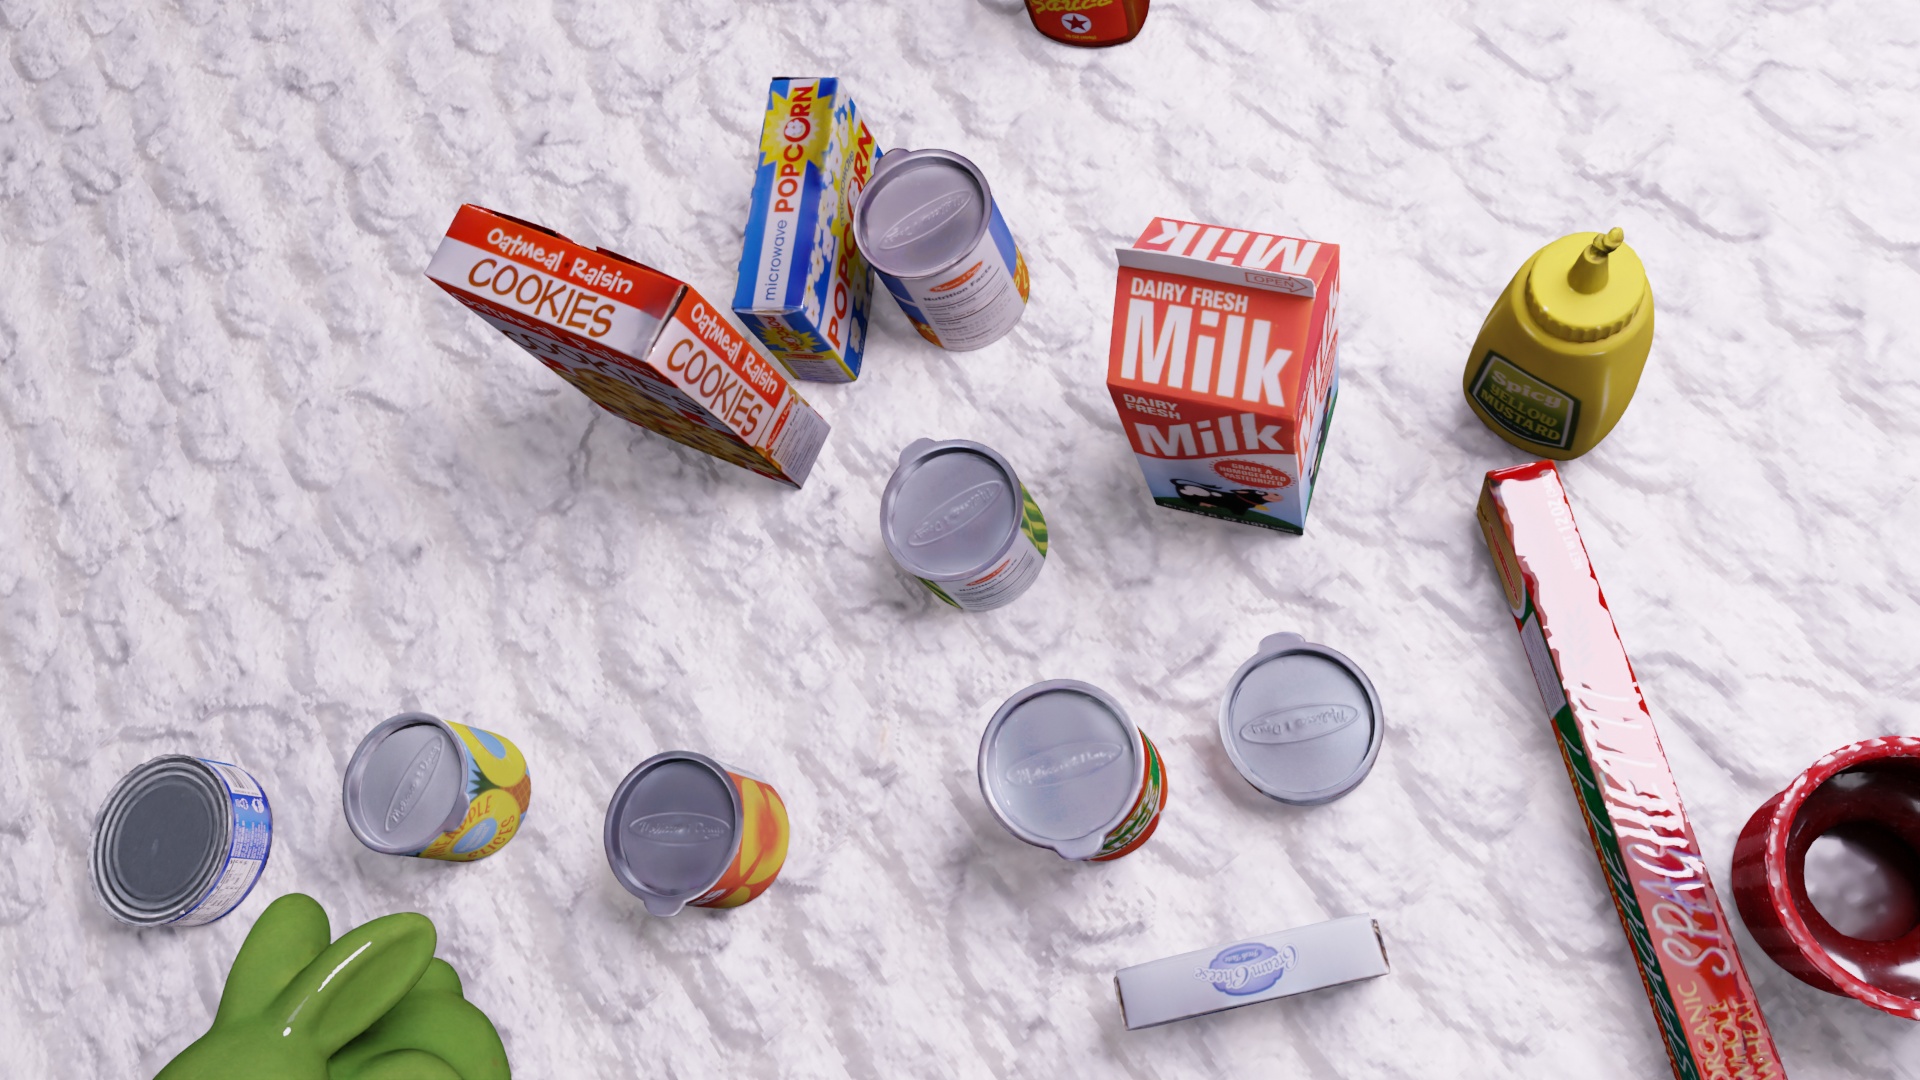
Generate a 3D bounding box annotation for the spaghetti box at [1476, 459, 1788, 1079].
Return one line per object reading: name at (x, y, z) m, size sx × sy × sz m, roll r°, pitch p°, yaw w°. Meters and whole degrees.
spaghetti box at (0.255, 0.090, 0.541) m, size 0.028 × 0.050 × 0.251 m, roll -16°, pitch 70°, yaw 11°

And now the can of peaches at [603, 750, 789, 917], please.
can of peaches at (-0.118, 0.134, 0.627) m, size 0.071 × 0.058 × 0.071 m, roll -4°, pitch 72°, yaw 14°

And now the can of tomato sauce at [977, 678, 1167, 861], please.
can of tomato sauce at (0.050, 0.099, 0.577) m, size 0.071 × 0.083 × 0.071 m, roll -5°, pitch 72°, yaw 14°

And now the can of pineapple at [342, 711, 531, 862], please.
can of pineapple at (-0.249, 0.121, 0.668) m, size 0.071 × 0.057 × 0.071 m, roll -4°, pitch 72°, yaw 14°

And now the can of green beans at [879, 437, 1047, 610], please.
can of green beans at (0.003, -0.006, 0.637) m, size 0.071 × 0.057 × 0.071 m, roll -4°, pitch 72°, yaw 14°

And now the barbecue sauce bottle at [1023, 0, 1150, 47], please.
barbecue sauce bottle at (0.051, -0.299, 0.667) m, size 0.065 × 0.148 × 0.044 m, roll 12°, pitch 77°, yaw 19°

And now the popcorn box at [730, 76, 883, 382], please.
popcorn box at (-0.072, -0.152, 0.689) m, size 0.038 × 0.085 × 0.127 m, roll 2°, pitch 74°, yaw 16°

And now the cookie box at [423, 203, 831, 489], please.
cookie box at (-0.146, -0.086, 0.645) m, size 0.123 × 0.167 × 0.040 m, roll 22°, pitch 81°, yaw 21°

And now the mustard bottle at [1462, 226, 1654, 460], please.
mustard bottle at (0.235, -0.080, 0.540) m, size 0.065 × 0.160 × 0.049 m, roll 35°, pitch 86°, yaw 22°

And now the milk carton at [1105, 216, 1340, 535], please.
milk carton at (0.109, -0.068, 0.555) m, size 0.072 × 0.190 × 0.073 m, roll 13°, pitch 78°, yaw 19°

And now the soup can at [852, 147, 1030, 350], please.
soup can at (-0.008, -0.140, 0.668) m, size 0.071 × 0.083 × 0.071 m, roll -5°, pitch 72°, yaw 14°

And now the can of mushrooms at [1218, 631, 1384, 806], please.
can of mushrooms at (0.143, 0.076, 0.585) m, size 0.071 × 0.033 × 0.071 m, roll -4°, pitch 72°, yaw 14°

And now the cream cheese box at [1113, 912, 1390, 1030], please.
cream cheese box at (0.116, 0.172, 0.552) m, size 0.104 × 0.053 × 0.024 m, roll -16°, pitch 70°, yaw 10°
